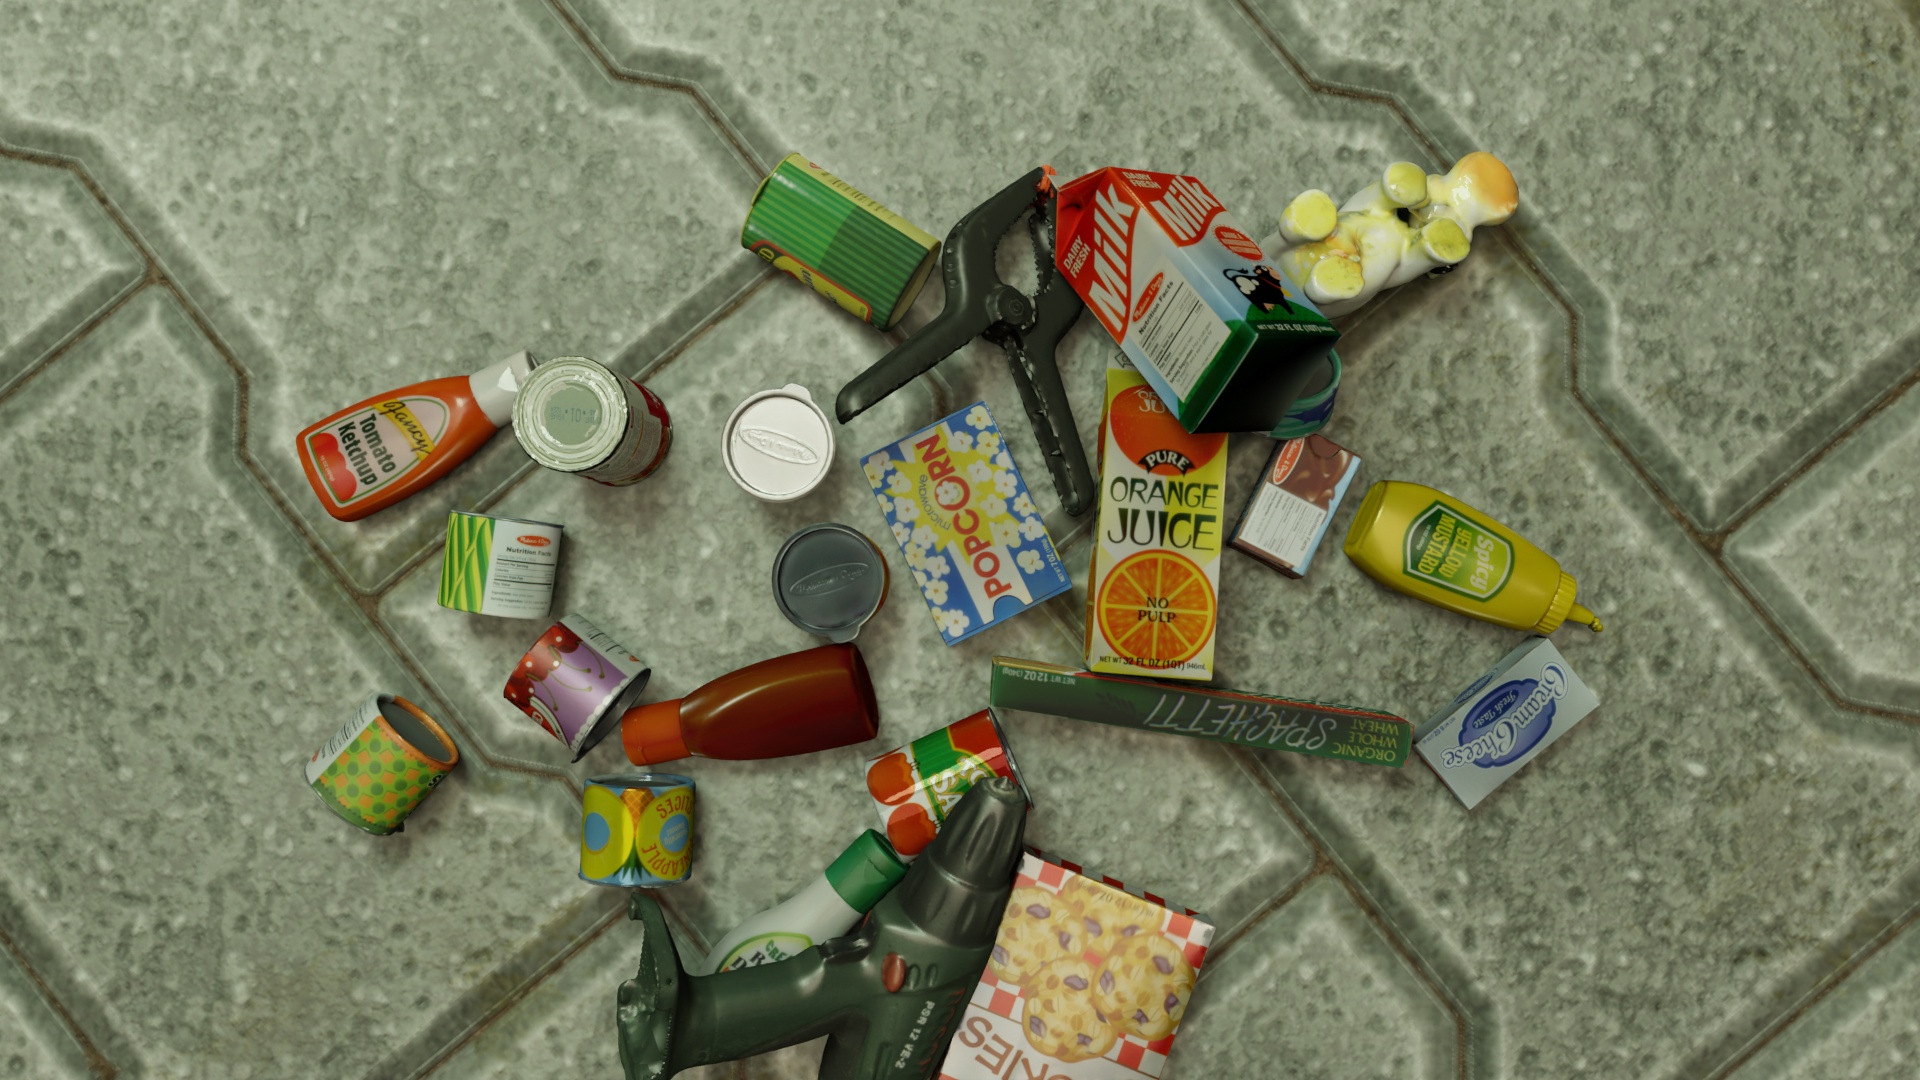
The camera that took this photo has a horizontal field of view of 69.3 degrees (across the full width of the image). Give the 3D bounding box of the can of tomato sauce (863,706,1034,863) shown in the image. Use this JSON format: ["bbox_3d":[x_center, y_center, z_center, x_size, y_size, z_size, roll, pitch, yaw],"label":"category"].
[{"bbox_3d":[-0.007,0.146,0.823,0.083,0.071,0.071,-24,88,1],"label":"can of tomato sauce"}]

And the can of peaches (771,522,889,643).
[{"bbox_3d":[-0.076,0.026,0.836,0.071,0.058,0.071,0,88,0],"label":"can of peaches"}]

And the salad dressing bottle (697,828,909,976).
[{"bbox_3d":[-0.095,0.237,0.834,0.147,0.044,0.064,-45,95,-1],"label":"salad dressing bottle"}]

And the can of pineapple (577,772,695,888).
[{"bbox_3d":[-0.191,0.171,0.827,0.071,0.071,0.058,2,88,1],"label":"can of pineapple"}]

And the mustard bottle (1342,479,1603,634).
[{"bbox_3d":[0.315,0.018,0.833,0.160,0.049,0.065,24,90,2],"label":"mustard bottle"}]

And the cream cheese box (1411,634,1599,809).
[{"bbox_3d":[0.328,0.110,0.842,0.104,0.024,0.053,-39,89,0],"label":"cream cheese box"}]

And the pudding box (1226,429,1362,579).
[{"bbox_3d":[0.203,-0.023,0.847,0.050,0.030,0.083,26,88,3],"label":"pudding box"}]

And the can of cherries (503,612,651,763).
[{"bbox_3d":[-0.231,0.088,0.831,0.058,0.071,0.071,37,89,2],"label":"can of cherries"}]

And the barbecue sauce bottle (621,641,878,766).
[{"bbox_3d":[-0.128,0.105,0.836,0.148,0.044,0.064,-12,123,5],"label":"barbecue sauce bottle"}]

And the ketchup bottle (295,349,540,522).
[{"bbox_3d":[-0.325,-0.069,0.851,0.149,0.043,0.064,-26,87,-1],"label":"ketchup bottle"}]

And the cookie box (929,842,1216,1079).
[{"bbox_3d":[0.064,0.284,0.832,0.123,0.040,0.167,21,87,2],"label":"cookie box"}]

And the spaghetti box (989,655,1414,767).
[{"bbox_3d":[0.141,0.101,0.833,0.250,0.050,0.028,8,90,1],"label":"spaghetti box"}]

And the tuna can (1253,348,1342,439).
[{"bbox_3d":[0.196,-0.096,0.833,0.071,0.032,0.071,-1,52,1],"label":"tuna can"}]

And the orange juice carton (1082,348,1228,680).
[{"bbox_3d":[0.116,-0.017,0.826,0.072,0.073,0.192,4,87,1],"label":"orange juice carton"}]

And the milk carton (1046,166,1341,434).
[{"bbox_3d":[0.122,-0.152,0.800,0.072,0.073,0.191,-6,50,-37],"label":"milk carton"}]

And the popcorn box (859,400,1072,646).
[{"bbox_3d":[0.003,-0.011,0.846,0.085,0.038,0.126,-25,87,-1],"label":"popcorn box"}]

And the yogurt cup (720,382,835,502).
[{"bbox_3d":[-0.107,-0.055,0.841,0.072,0.054,0.072,0,88,1],"label":"yogurt cup"}]

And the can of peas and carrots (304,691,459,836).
[{"bbox_3d":[-0.344,0.135,0.833,0.071,0.071,0.059,43,89,2],"label":"can of peas and carrots"}]

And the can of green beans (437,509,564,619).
[{"bbox_3d":[-0.276,0.014,0.835,0.071,0.071,0.058,8,89,1],"label":"can of green beans"}]

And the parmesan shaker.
[{"bbox_3d":[-0.072,-0.178,0.837,0.103,0.071,0.071,32,89,2],"label":"parmesan shaker"}]
